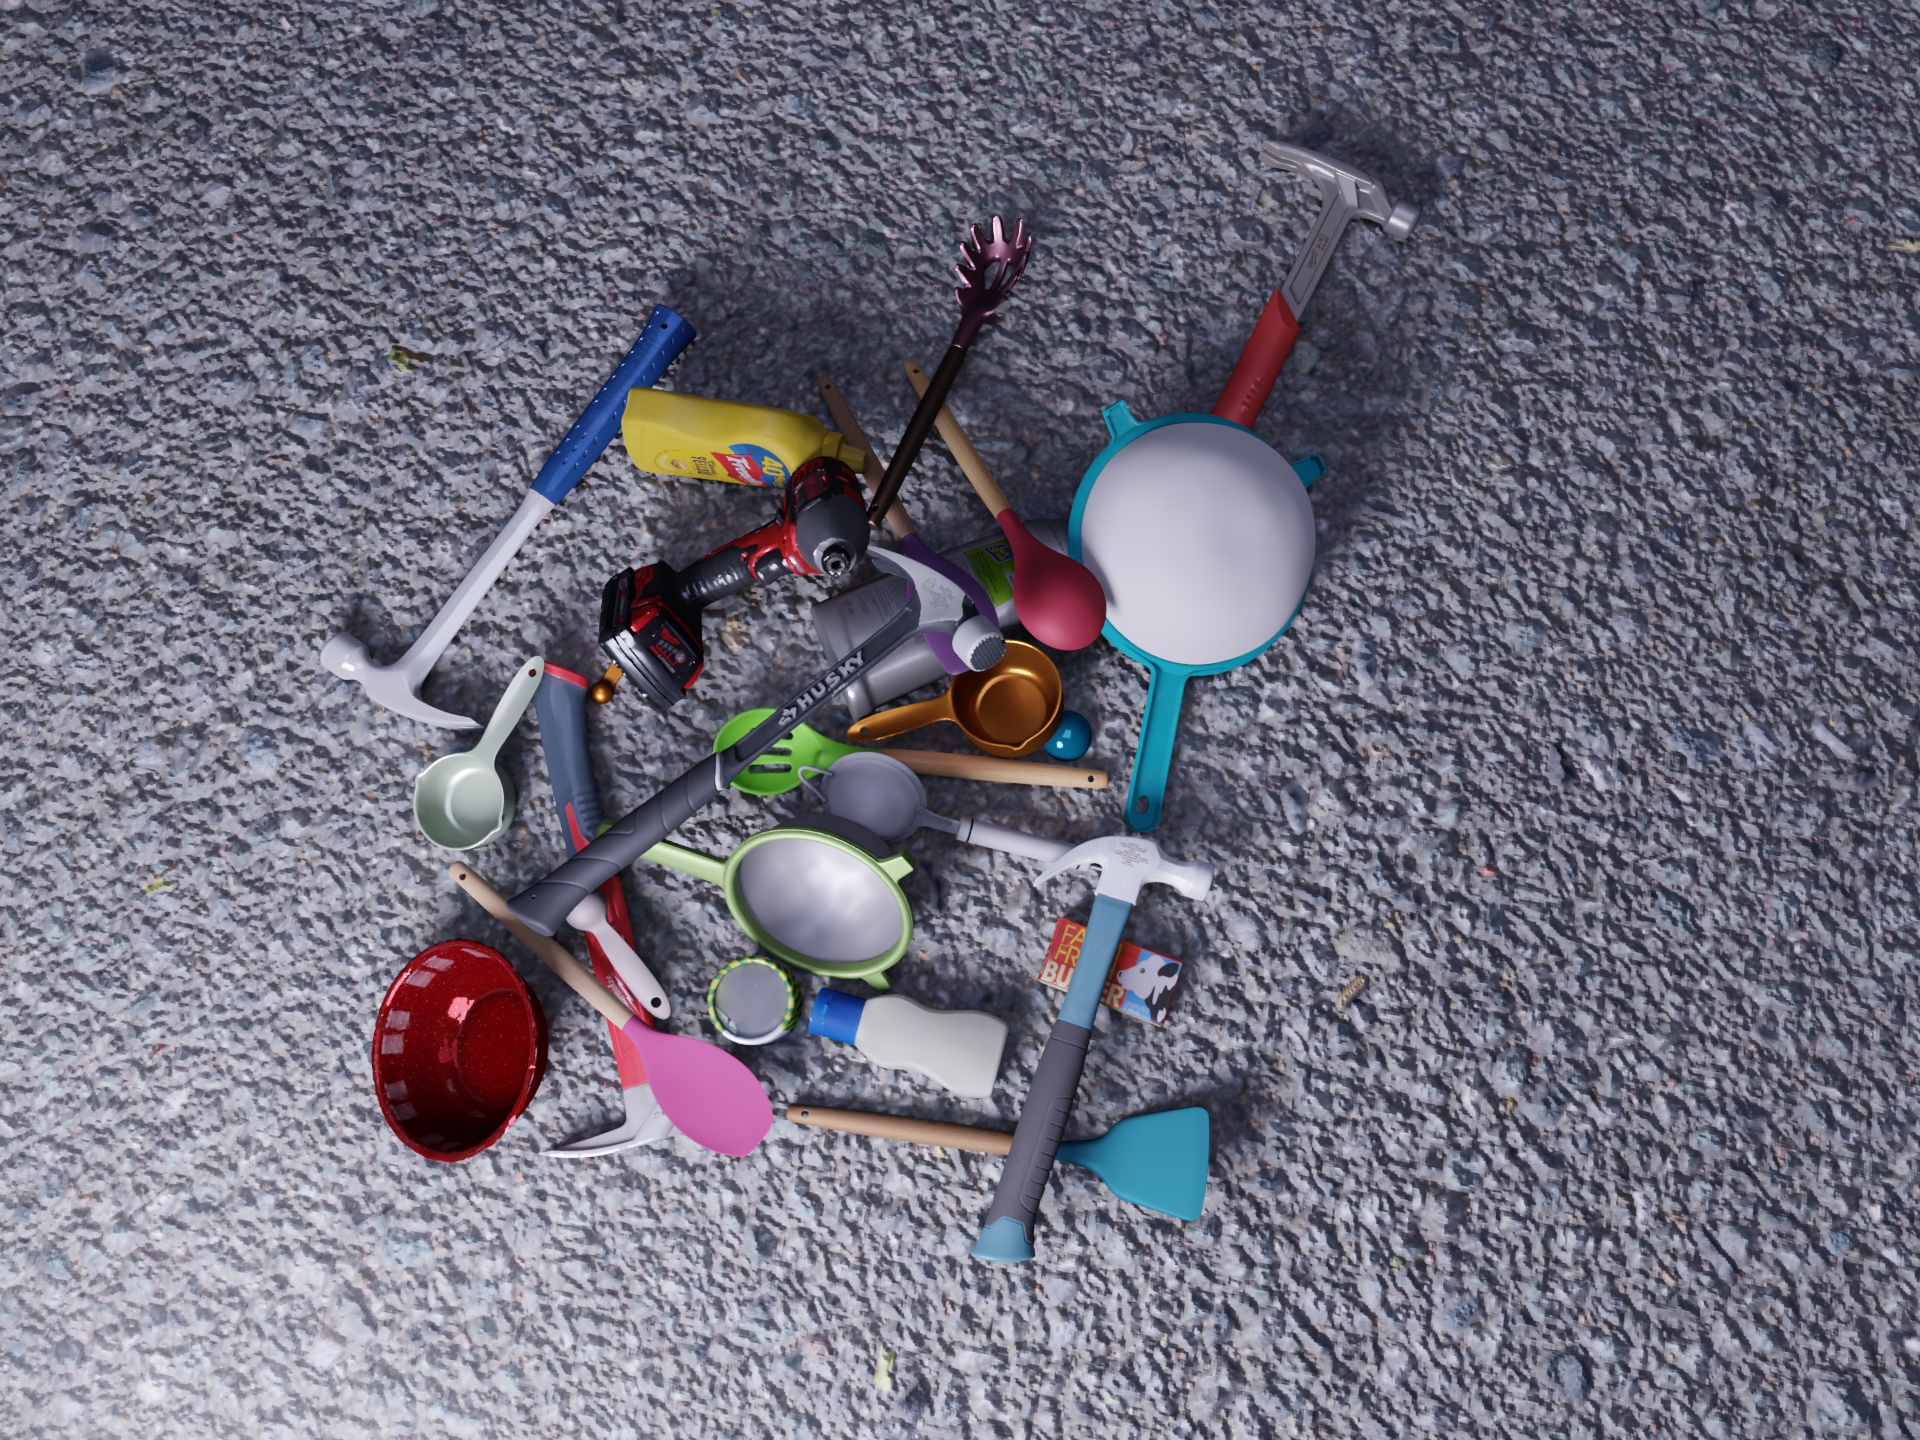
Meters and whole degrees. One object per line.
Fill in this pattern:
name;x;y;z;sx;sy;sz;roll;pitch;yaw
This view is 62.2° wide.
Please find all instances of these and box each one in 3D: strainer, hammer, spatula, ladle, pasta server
strainer;-0.004;0.083;1.242;0.258;0.086;0.050;14;33;-5
hammer;-0.165;0.021;1.181;0.409;0.036;0.149;-38;53;-5
spatula;-0.049;-0.166;1.276;0.060;0.018;0.316;-25;62;-7
ladle;0.025;-0.183;1.276;0.069;0.031;0.316;-24;60;-11
strainer;0.184;-0.079;1.235;0.211;0.095;0.340;12;86;-14
hammer;-0.297;0.141;1.242;0.143;0.038;0.386;-16;78;-1
spatula;0.025;0.314;1.196;0.317;0.044;0.082;7;72;3
hammer;0.251;-0.319;1.340;0.149;0.036;0.359;26;78;6
strainer;-0.150;0.107;1.221;0.256;0.151;0.069;17;40;8
hammer;0.082;0.241;1.184;0.128;0.033;0.331;19;74;4
hammer;-0.347;-0.172;1.315;0.144;0.035;0.405;33;80;8
pasta server;-0.014;-0.289;1.308;0.060;0.040;0.316;15;65;19

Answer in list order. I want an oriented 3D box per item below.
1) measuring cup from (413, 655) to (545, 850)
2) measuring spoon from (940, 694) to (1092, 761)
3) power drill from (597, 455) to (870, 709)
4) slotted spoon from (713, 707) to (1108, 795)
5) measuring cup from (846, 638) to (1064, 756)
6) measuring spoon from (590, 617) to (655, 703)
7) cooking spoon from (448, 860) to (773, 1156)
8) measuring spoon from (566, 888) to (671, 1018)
measuring cup;-0.367;0.025;1.257;0.083;0.038;0.167;28;88;11
measuring spoon;0.043;-0.001;1.277;0.128;0.021;0.042;15;78;4
power drill;-0.167;-0.109;1.222;0.219;0.143;0.078;-31;122;10
slotted spoon;-0.039;0.035;1.268;0.313;0.031;0.070;5;92;0
measuring cup;-0.002;-0.004;1.254;0.173;0.052;0.095;-15;71;6
measuring spoon;-0.268;-0.065;1.301;0.021;0.011;0.117;29;79;7
cooking spoon;-0.268;0.210;1.197;0.319;0.017;0.069;39;92;10
measuring spoon;-0.259;0.176;1.203;0.034;0.018;0.124;-39;79;-5
